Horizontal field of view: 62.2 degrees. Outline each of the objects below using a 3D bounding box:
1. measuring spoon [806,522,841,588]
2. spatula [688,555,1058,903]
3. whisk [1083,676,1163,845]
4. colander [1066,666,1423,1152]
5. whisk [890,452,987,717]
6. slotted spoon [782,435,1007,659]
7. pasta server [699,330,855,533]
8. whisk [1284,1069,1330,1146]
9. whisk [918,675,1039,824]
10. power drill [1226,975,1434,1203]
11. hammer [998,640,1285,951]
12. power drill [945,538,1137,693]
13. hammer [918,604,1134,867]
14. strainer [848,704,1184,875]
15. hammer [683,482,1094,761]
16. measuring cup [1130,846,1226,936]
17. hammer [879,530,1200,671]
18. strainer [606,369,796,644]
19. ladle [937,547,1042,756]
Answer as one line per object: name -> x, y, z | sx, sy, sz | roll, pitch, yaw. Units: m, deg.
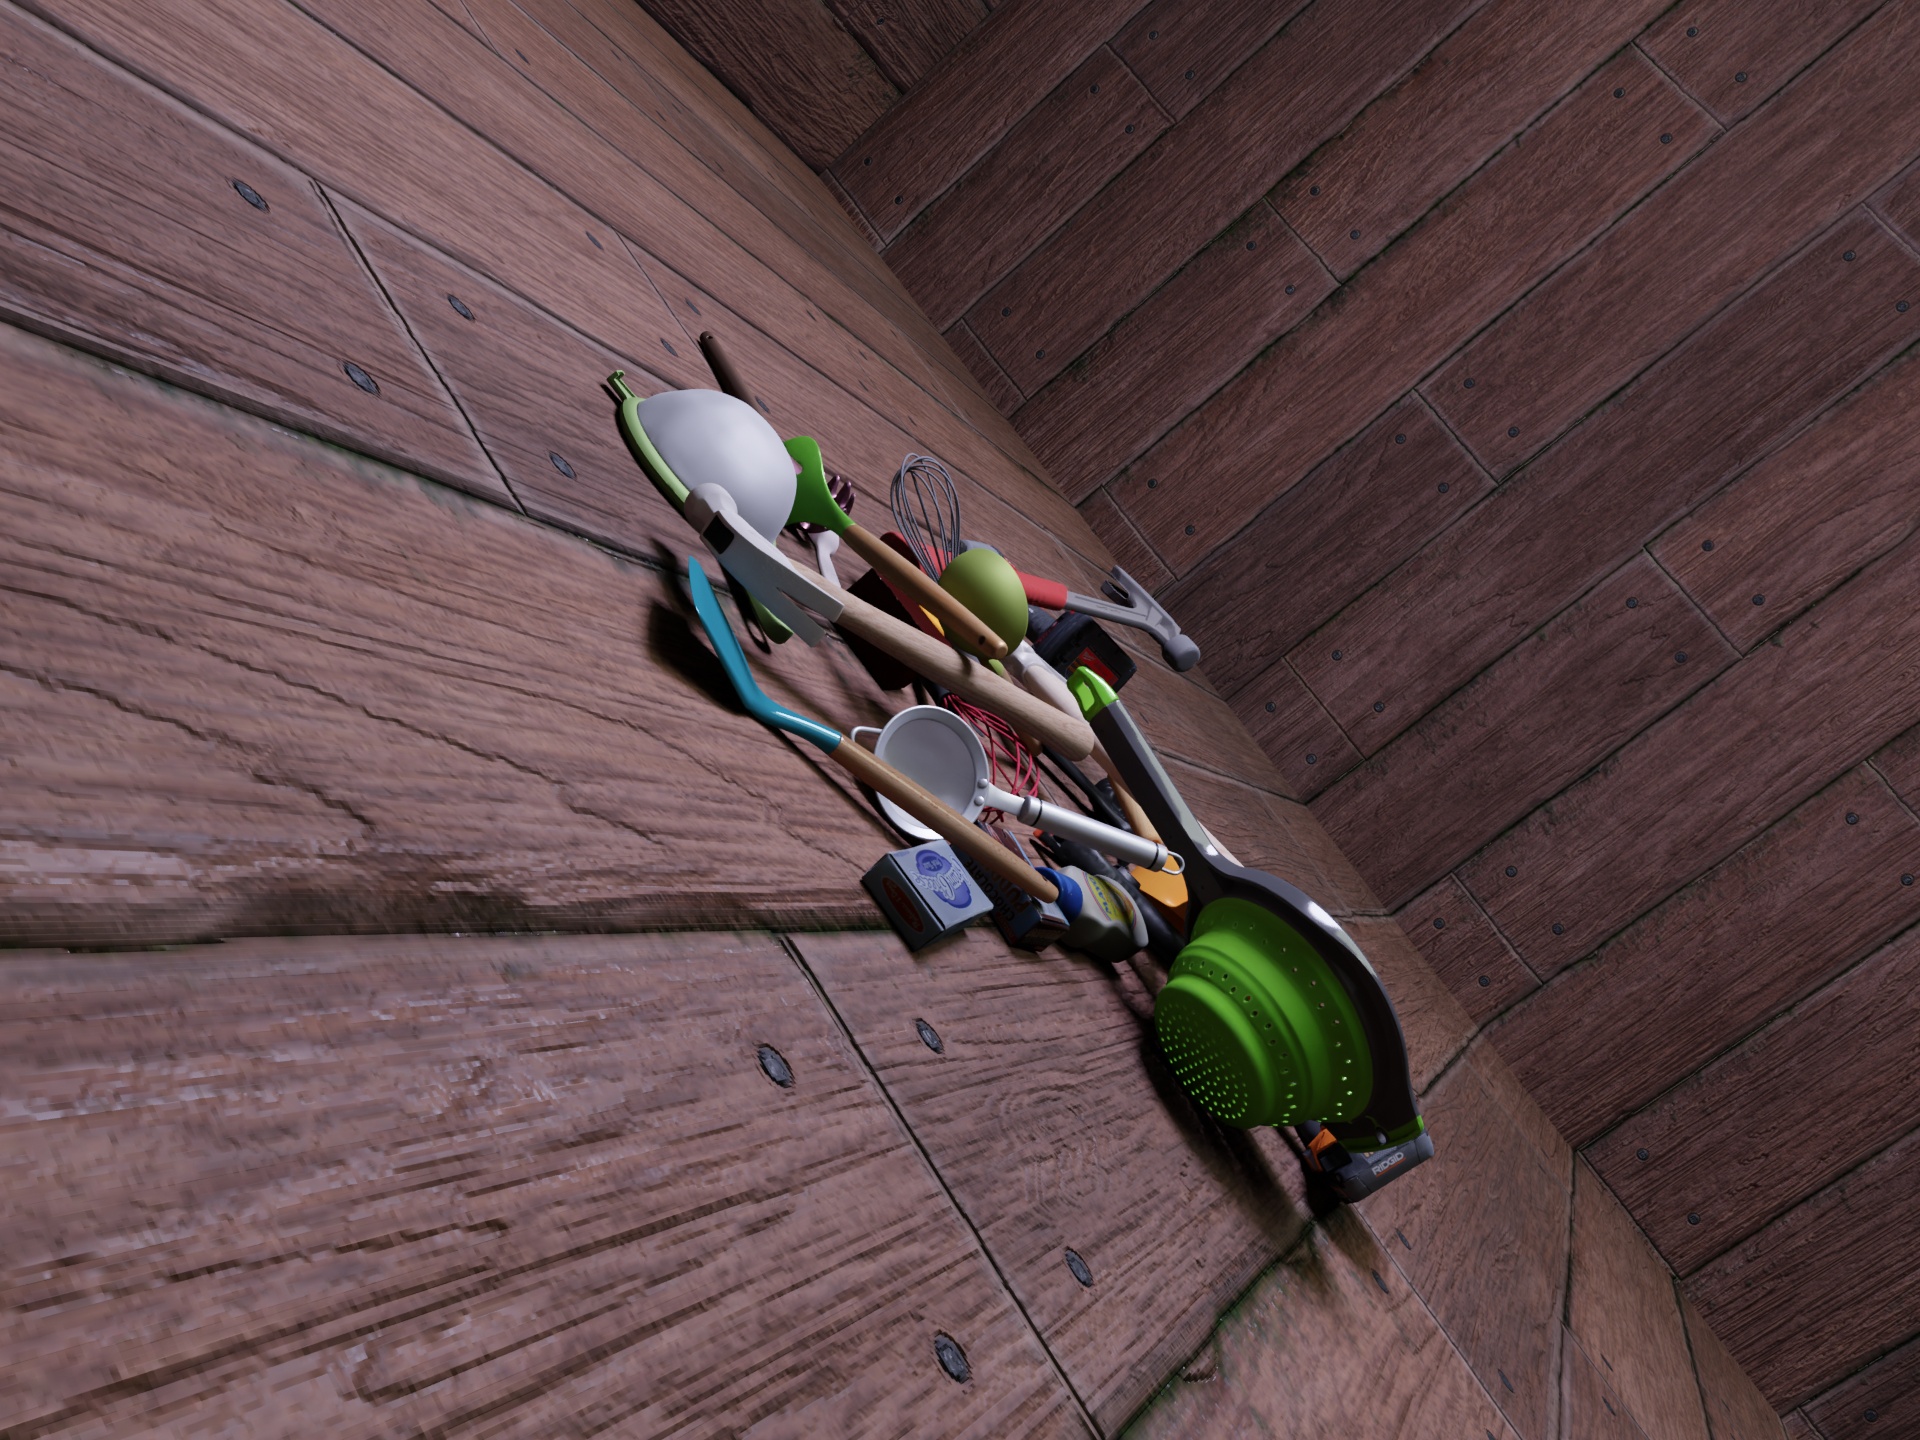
measuring spoon -> -0.103, -0.130, 1.282 | 0.034, 0.018, 0.124 | 42, 16, -33
spatula -> -0.049, 0.021, 0.949 | 0.317, 0.044, 0.082 | 37, 14, -25
whisk -> 0.141, 0.035, 1.446 | 0.047, 0.051, 0.245 | 49, 13, -36
colander -> 0.159, 0.144, 1.113 | 0.397, 0.094, 0.204 | 58, -25, 11
whisk -> -0.010, -0.106, 1.299 | 0.055, 0.055, 0.238 | -104, 179, -62
slotted spoon -> -0.063, -0.124, 1.133 | 0.031, 0.070, 0.314 | 14, 21, -47
pasta server -> -0.169, -0.255, 1.365 | 0.040, 0.060, 0.317 | 97, -29, -45
whisk -> 0.279, 0.264, 1.404 | 0.070, 0.070, 0.285 | 43, 20, -31
whisk -> -0.002, -0.004, 1.192 | 0.073, 0.073, 0.296 | 44, 10, -28
power drill -> 0.268, 0.255, 1.233 | 0.227, 0.084, 0.164 | 59, -3, 19
hammer -> 0.152, 0.058, 1.288 | 0.146, 0.038, 0.411 | 39, 7, -46
power drill -> 0.070, -0.106, 1.622 | 0.220, 0.078, 0.143 | 46, 4, 42
hammer -> 0.048, -0.004, 1.411 | 0.336, 0.034, 0.127 | 45, 13, -22
strainer -> 0.036, 0.058, 1.033 | 0.258, 0.087, 0.050 | 21, -20, -19
hammer -> -0.028, -0.045, 1.031 | 0.331, 0.031, 0.130 | 29, 14, -37
measuring cup -> 0.192, 0.138, 1.291 | 0.095, 0.052, 0.173 | 40, -16, -1
hammer -> 0.063, -0.122, 1.441 | 0.358, 0.036, 0.149 | 10, 30, -42
strainer -> -0.145, -0.152, 1.088 | 0.151, 0.069, 0.257 | 37, 17, -47
ladle -> 0.040, -0.037, 1.227 | 0.078, 0.062, 0.320 | 48, -4, 23
